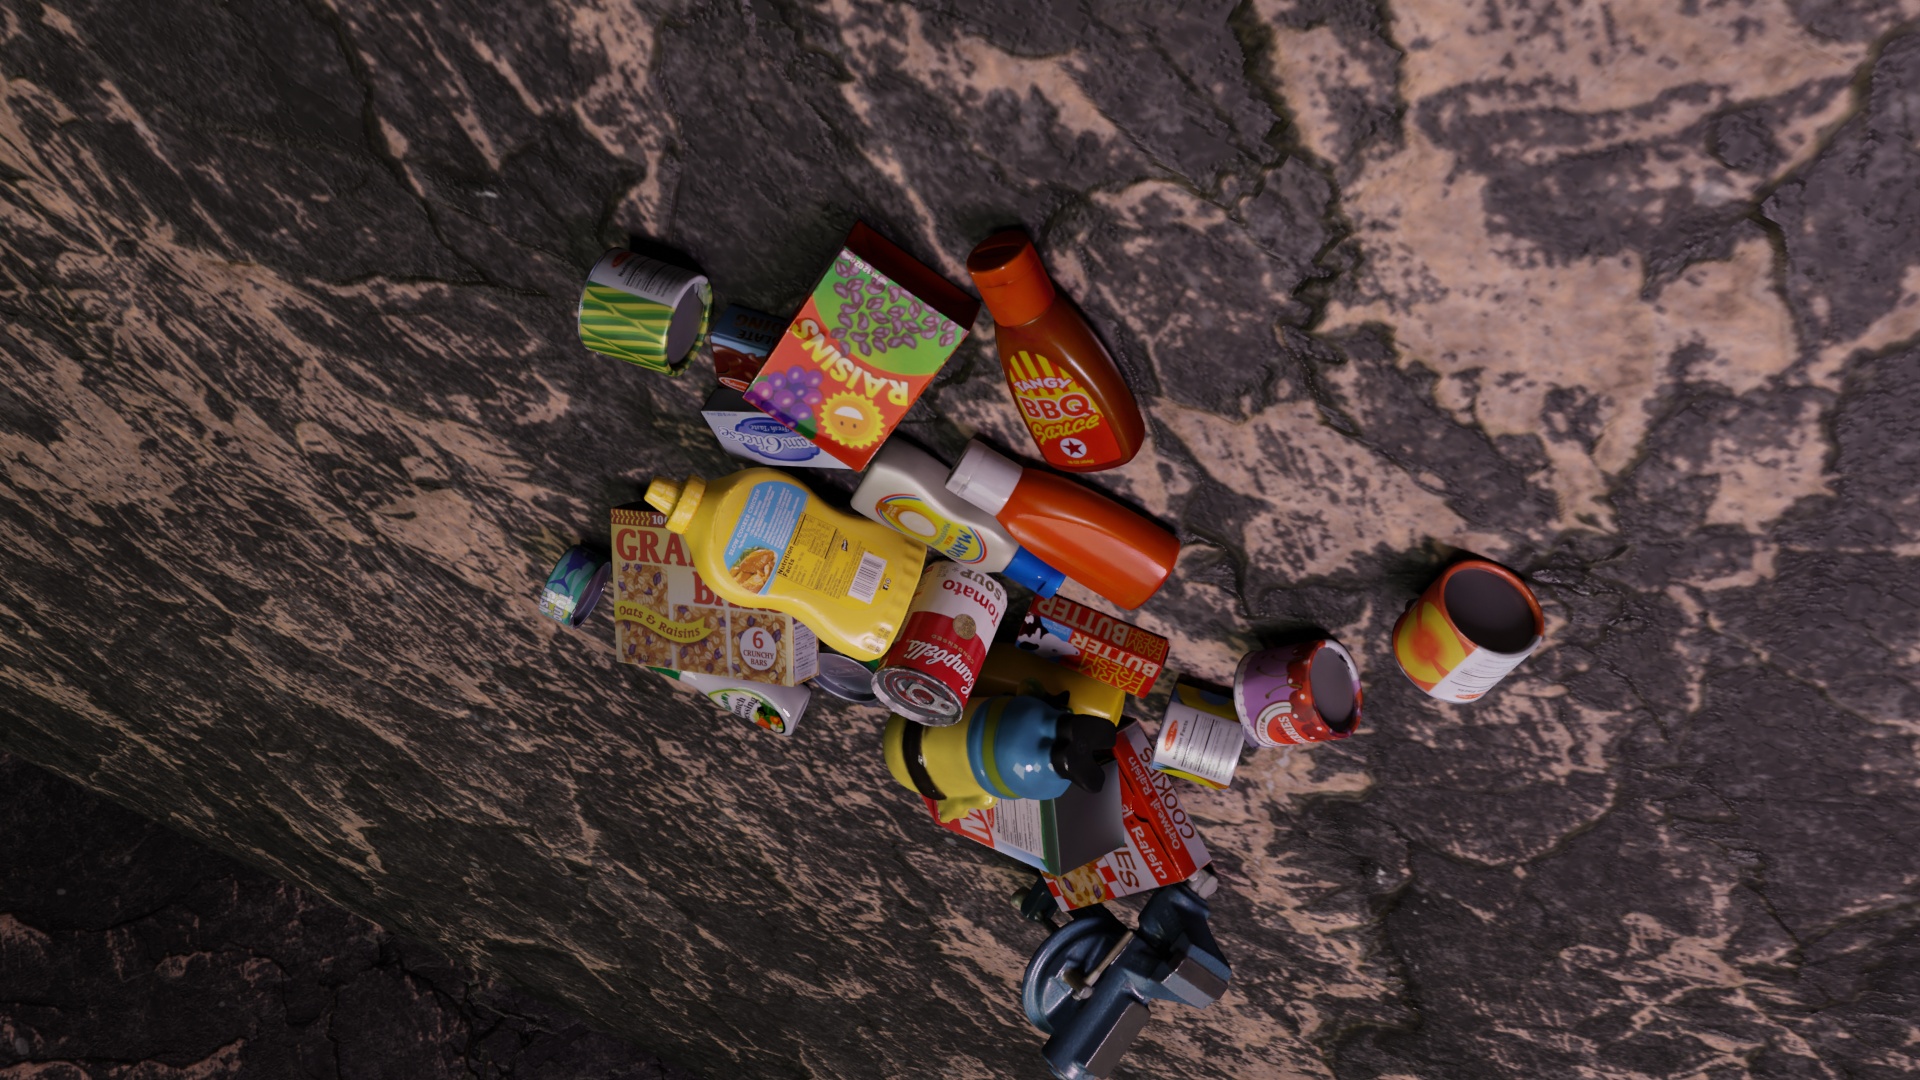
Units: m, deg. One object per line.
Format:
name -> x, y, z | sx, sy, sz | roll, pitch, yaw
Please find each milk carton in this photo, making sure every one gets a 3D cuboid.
milk carton -> 0.036, 0.195, 1.103 | 0.190, 0.072, 0.073 | 10, 110, 50

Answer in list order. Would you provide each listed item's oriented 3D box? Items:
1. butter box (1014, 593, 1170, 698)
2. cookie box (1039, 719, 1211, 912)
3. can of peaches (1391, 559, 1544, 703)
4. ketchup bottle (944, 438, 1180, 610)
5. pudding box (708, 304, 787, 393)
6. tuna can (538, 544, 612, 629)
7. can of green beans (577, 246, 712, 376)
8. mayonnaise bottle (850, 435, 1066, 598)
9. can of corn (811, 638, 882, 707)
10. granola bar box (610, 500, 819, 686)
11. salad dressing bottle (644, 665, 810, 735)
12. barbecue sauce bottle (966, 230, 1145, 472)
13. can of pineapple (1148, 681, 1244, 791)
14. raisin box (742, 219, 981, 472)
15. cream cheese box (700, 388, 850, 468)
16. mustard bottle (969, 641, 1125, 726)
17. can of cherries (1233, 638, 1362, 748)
butter box -> 0.094, 0.075, 0.996 | 0.103, 0.024, 0.052 | 22, 146, 5
cookie box -> 0.110, 0.226, 1.122 | 0.166, 0.040, 0.123 | -35, 81, 52
can of peaches -> 0.293, 0.050, 0.807 | 0.071, 0.071, 0.057 | 24, 146, 2
ketchup bottle -> 0.062, -0.012, 0.882 | 0.149, 0.044, 0.064 | 30, 142, -7
pudding box -> -0.112, -0.112, 0.869 | 0.084, 0.030, 0.049 | 17, 146, 11
tuna can -> -0.324, 0.040, 1.165 | 0.033, 0.071, 0.070 | 26, 146, 0
can of green beans -> -0.192, -0.139, 0.849 | 0.058, 0.071, 0.071 | 19, 145, 8
mayonnaise bottle -> 0.003, -0.012, 0.921 | 0.148, 0.041, 0.064 | 29, 143, -5
can of corn -> -0.079, 0.087, 1.088 | 0.071, 0.058, 0.070 | 16, 145, 12
granola bar box -> -0.185, 0.038, 1.047 | 0.165, 0.039, 0.124 | 5, 101, 27
salad dressing bottle -> -0.208, 0.123, 1.228 | 0.148, 0.044, 0.064 | 24, 144, 2
barbecue sauce bottle -> 0.050, -0.103, 0.770 | 0.065, 0.044, 0.148 | -1, 138, 33
can of pineapple -> 0.173, 0.141, 1.001 | 0.058, 0.071, 0.070 | 17, 145, 11
raisin box -> -0.059, -0.110, 0.800 | 0.086, 0.040, 0.122 | 32, 125, -12
cream cheese box -> -0.116, -0.075, 0.926 | 0.104, 0.024, 0.053 | 4, 142, 28
mustard bottle -> 0.043, 0.108, 1.049 | 0.160, 0.049, 0.065 | 15, 145, 14
can of cherries -> 0.222, 0.103, 0.913 | 0.058, 0.072, 0.071 | -16, 128, 43
